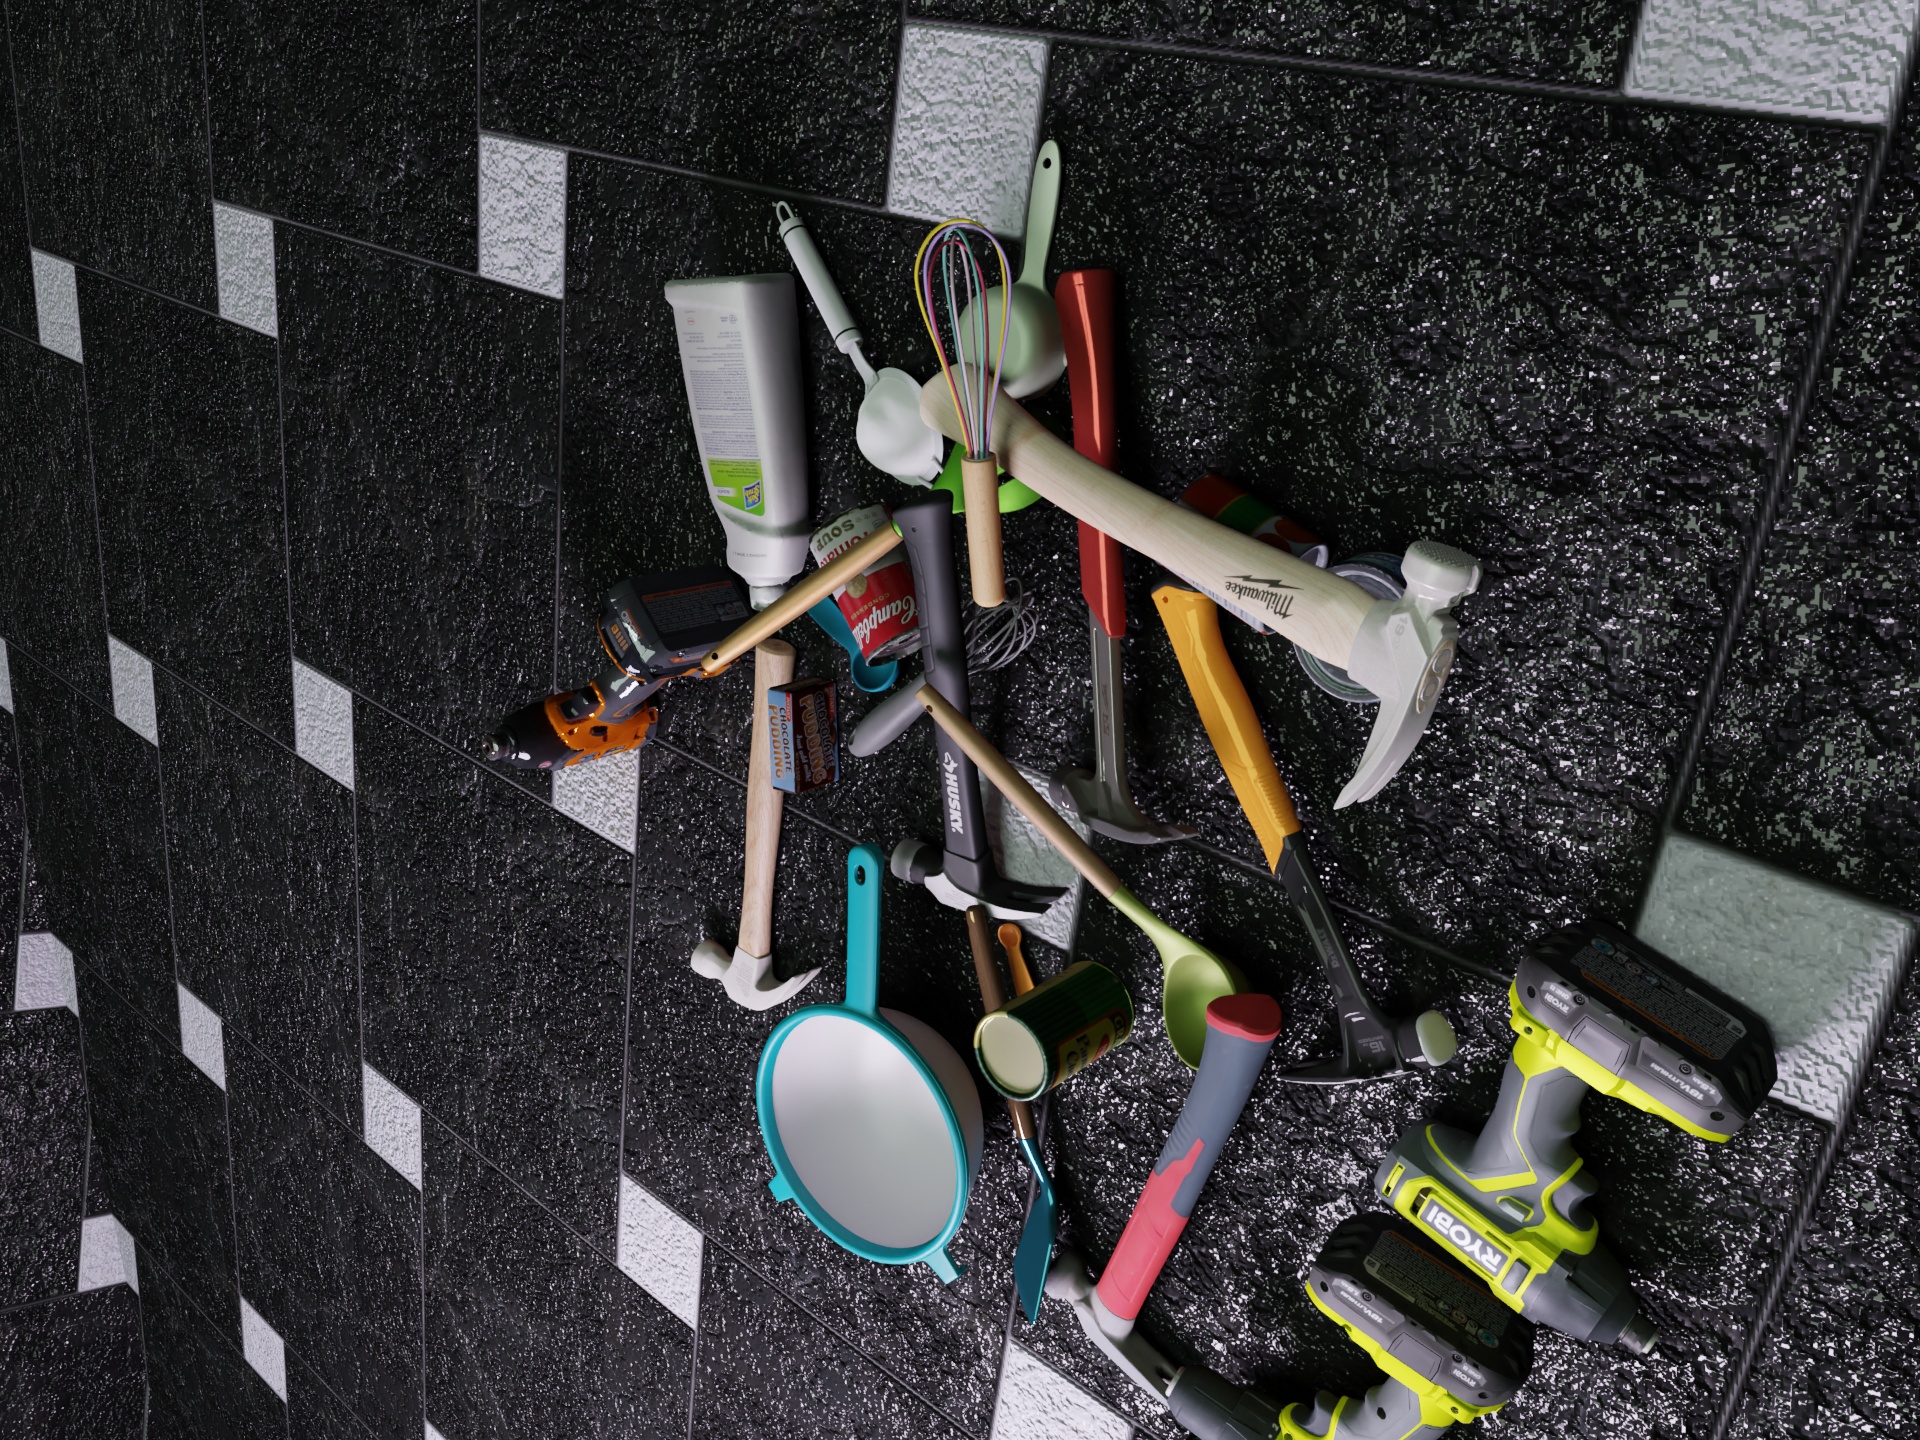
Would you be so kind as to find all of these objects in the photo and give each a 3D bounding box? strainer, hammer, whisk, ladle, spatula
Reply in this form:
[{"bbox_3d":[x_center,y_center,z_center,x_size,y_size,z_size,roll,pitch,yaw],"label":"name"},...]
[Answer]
[{"bbox_3d":[-0.078,-0.265,1.142,0.258,0.050,0.087,64,147,11],"label":"strainer"},{"bbox_3d":[-0.163,0.093,1.325,0.130,0.031,0.331,23,117,35],"label":"hammer"},{"bbox_3d":[-0.053,0.248,1.236,0.211,0.095,0.340,13,109,35],"label":"strainer"},{"bbox_3d":[-0.002,-0.004,1.100,0.146,0.035,0.334,18,129,34],"label":"hammer"},{"bbox_3d":[0.193,0.065,0.999,0.127,0.034,0.337,-29,80,52],"label":"hammer"},{"bbox_3d":[0.005,-0.181,0.967,0.051,0.047,0.244,31,136,46],"label":"whisk"},{"bbox_3d":[0.108,-0.107,0.933,0.411,0.038,0.146,37,123,39],"label":"hammer"},{"bbox_3d":[0.077,0.100,1.051,0.320,0.062,0.078,46,140,1],"label":"ladle"},{"bbox_3d":[0.155,0.325,1.068,0.143,0.038,0.386,38,136,25],"label":"hammer"},{"bbox_3d":[0.094,-0.103,1.015,0.149,0.036,0.359,-163,67,-64],"label":"hammer"},{"bbox_3d":[-0.019,-0.032,1.156,0.239,0.055,0.055,-39,76,46],"label":"whisk"},{"bbox_3d":[0.034,0.289,1.185,0.082,0.044,0.317,-129,25,-77],"label":"spatula"}]

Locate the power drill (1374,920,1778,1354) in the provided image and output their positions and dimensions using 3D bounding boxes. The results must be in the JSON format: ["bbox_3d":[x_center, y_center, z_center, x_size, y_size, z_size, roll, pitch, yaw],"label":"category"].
[{"bbox_3d":[0.350,0.241,0.897,0.171,0.080,0.223,36,127,29],"label":"power drill"}]

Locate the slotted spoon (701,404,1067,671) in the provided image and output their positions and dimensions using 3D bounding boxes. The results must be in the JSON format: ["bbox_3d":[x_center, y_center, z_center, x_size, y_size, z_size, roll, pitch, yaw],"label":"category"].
[{"bbox_3d":[-0.062,-0.117,1.102,0.313,0.031,0.070,-32,81,21],"label":"slotted spoon"}]

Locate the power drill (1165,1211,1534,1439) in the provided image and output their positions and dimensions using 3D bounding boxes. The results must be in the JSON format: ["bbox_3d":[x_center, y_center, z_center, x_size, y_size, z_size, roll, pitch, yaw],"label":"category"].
[{"bbox_3d":[0.246,0.433,1.027,0.191,0.080,0.228,30,121,21],"label":"power drill"}]

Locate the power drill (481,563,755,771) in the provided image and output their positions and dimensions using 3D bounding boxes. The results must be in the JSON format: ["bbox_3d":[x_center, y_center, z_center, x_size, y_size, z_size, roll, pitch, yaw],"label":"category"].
[{"bbox_3d":[-0.287,-0.032,1.308,0.226,0.164,0.084,-39,76,39],"label":"power drill"}]

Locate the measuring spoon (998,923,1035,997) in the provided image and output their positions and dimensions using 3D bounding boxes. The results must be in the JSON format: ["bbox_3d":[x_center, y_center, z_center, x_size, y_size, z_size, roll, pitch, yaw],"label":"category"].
[{"bbox_3d":[0.053,0.205,1.188,0.021,0.011,0.117,-12,98,41],"label":"measuring spoon"}]

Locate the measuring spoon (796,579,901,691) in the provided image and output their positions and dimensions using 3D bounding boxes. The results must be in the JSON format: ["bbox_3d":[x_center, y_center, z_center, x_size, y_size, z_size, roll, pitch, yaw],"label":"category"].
[{"bbox_3d":[-0.085,-0.067,1.223,0.042,0.021,0.129,-51,57,12],"label":"measuring spoon"}]

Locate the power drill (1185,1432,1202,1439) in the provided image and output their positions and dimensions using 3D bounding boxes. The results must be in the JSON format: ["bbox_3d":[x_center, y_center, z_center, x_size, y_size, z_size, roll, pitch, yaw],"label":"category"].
[{"bbox_3d":[0.172,0.610,1.162,0.188,0.080,0.226,31,124,31],"label":"power drill"}]

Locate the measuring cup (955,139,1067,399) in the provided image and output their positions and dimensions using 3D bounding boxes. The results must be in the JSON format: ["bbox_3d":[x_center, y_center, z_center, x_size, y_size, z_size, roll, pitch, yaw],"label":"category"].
[{"bbox_3d":[0.037,-0.289,1.031,0.083,0.038,0.167,27,121,33],"label":"measuring cup"}]
